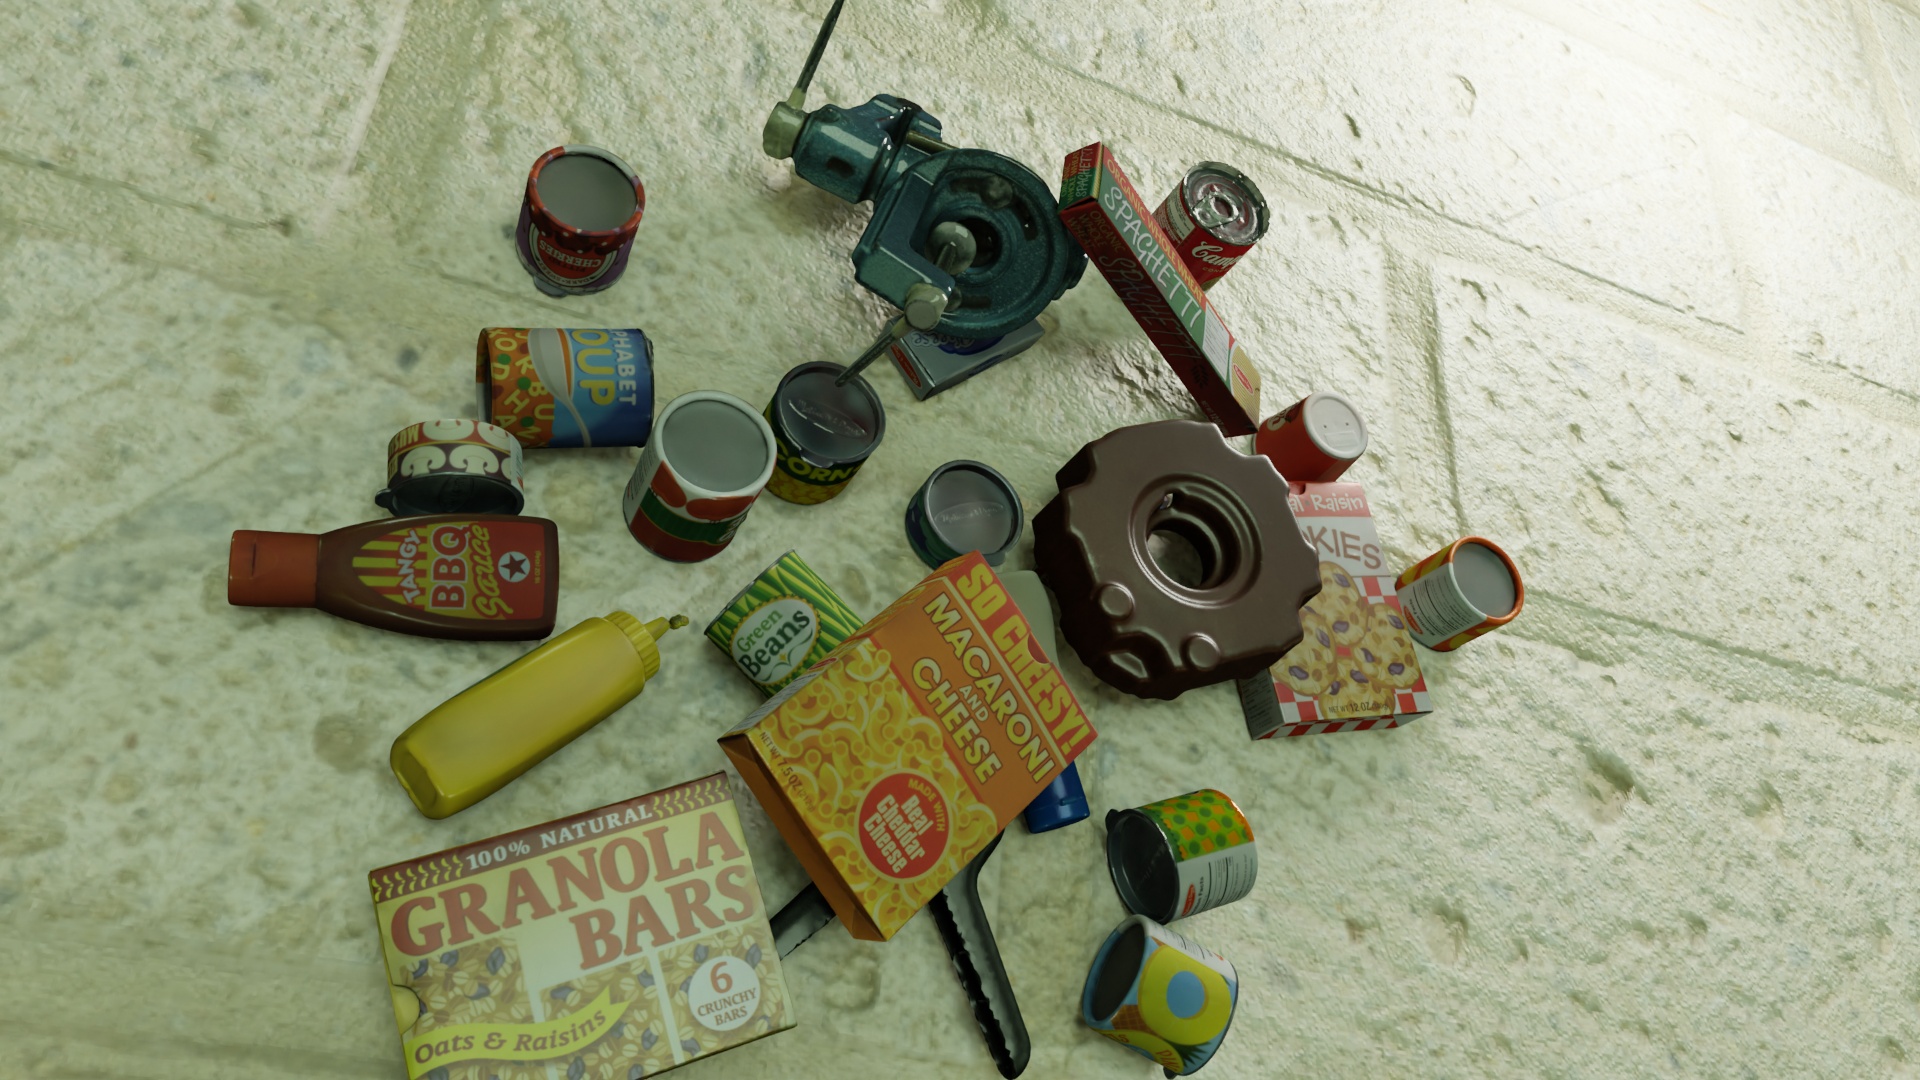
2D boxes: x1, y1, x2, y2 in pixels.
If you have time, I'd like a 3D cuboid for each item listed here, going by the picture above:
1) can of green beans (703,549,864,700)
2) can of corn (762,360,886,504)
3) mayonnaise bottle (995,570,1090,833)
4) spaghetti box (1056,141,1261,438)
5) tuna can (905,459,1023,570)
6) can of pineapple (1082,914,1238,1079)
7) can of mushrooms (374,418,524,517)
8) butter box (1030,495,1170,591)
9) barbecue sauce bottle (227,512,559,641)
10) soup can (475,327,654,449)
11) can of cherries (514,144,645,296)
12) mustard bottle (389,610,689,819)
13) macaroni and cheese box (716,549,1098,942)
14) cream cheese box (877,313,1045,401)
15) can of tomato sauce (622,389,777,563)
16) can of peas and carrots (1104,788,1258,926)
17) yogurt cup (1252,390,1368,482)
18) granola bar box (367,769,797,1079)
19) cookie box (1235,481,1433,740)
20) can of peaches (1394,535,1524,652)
[{"bbox_3d":[-0.094,0.048,0.745,0.058,0.071,0.071,46,55,1],"label":"can of green beans"},{"bbox_3d":[-0.085,-0.059,0.808,0.071,0.058,0.071,11,62,-21],"label":"can of corn"},{"bbox_3d":[0.036,0.092,0.801,0.065,0.041,0.148,-7,70,-27],"label":"mayonnaise bottle"},{"bbox_3d":[0.135,-0.154,0.899,0.249,0.028,0.050,43,46,-43],"label":"spaghetti box"},{"bbox_3d":[0.003,-0.011,0.841,0.071,0.032,0.071,11,62,-21],"label":"tuna can"},{"bbox_3d":[0.105,0.244,0.743,0.058,0.070,0.071,30,57,-9],"label":"can of pineapple"},{"bbox_3d":[-0.259,-0.033,0.706,0.071,0.070,0.033,2,65,-25],"label":"can of mushrooms"},{"bbox_3d":[0.090,-0.003,0.884,0.053,0.024,0.104,36,55,-5],"label":"butter box"},{"bbox_3d":[-0.277,0.017,0.687,0.149,0.043,0.065,3,73,-24],"label":"barbecue sauce bottle"},{"bbox_3d":[-0.214,-0.084,0.751,0.084,0.071,0.071,-3,67,-27],"label":"soup can"},{"bbox_3d":[-0.221,-0.184,0.805,0.071,0.058,0.072,11,61,-21],"label":"can of cherries"},{"bbox_3d":[-0.199,0.075,0.686,0.161,0.065,0.049,-35,89,-40],"label":"mustard bottle"},{"bbox_3d":[-0.020,0.101,0.708,0.167,0.040,0.123,-38,99,-32],"label":"macaroni and cheese box"},{"bbox_3d":[0.002,-0.135,0.907,0.104,0.024,0.053,-30,81,-34],"label":"cream cheese box"},{"bbox_3d":[-0.140,-0.034,0.754,0.071,0.082,0.071,11,62,-20],"label":"can of tomato sauce"},{"bbox_3d":[0.124,0.177,0.787,0.059,0.070,0.071,-8,70,-29],"label":"can of peas and carrots"},{"bbox_3d":[0.248,-0.069,0.975,0.072,0.053,0.072,10,63,-21],"label":"yogurt cup"},{"bbox_3d":[-0.172,0.189,0.637,0.166,0.039,0.124,-14,72,-20],"label":"granola bar box"},{"bbox_3d":[0.231,0.042,0.919,0.123,0.040,0.168,-1,66,-25],"label":"cookie box"},{"bbox_3d":[0.349,0.036,0.968,0.071,0.057,0.071,10,62,-20],"label":"can of peaches"}]
